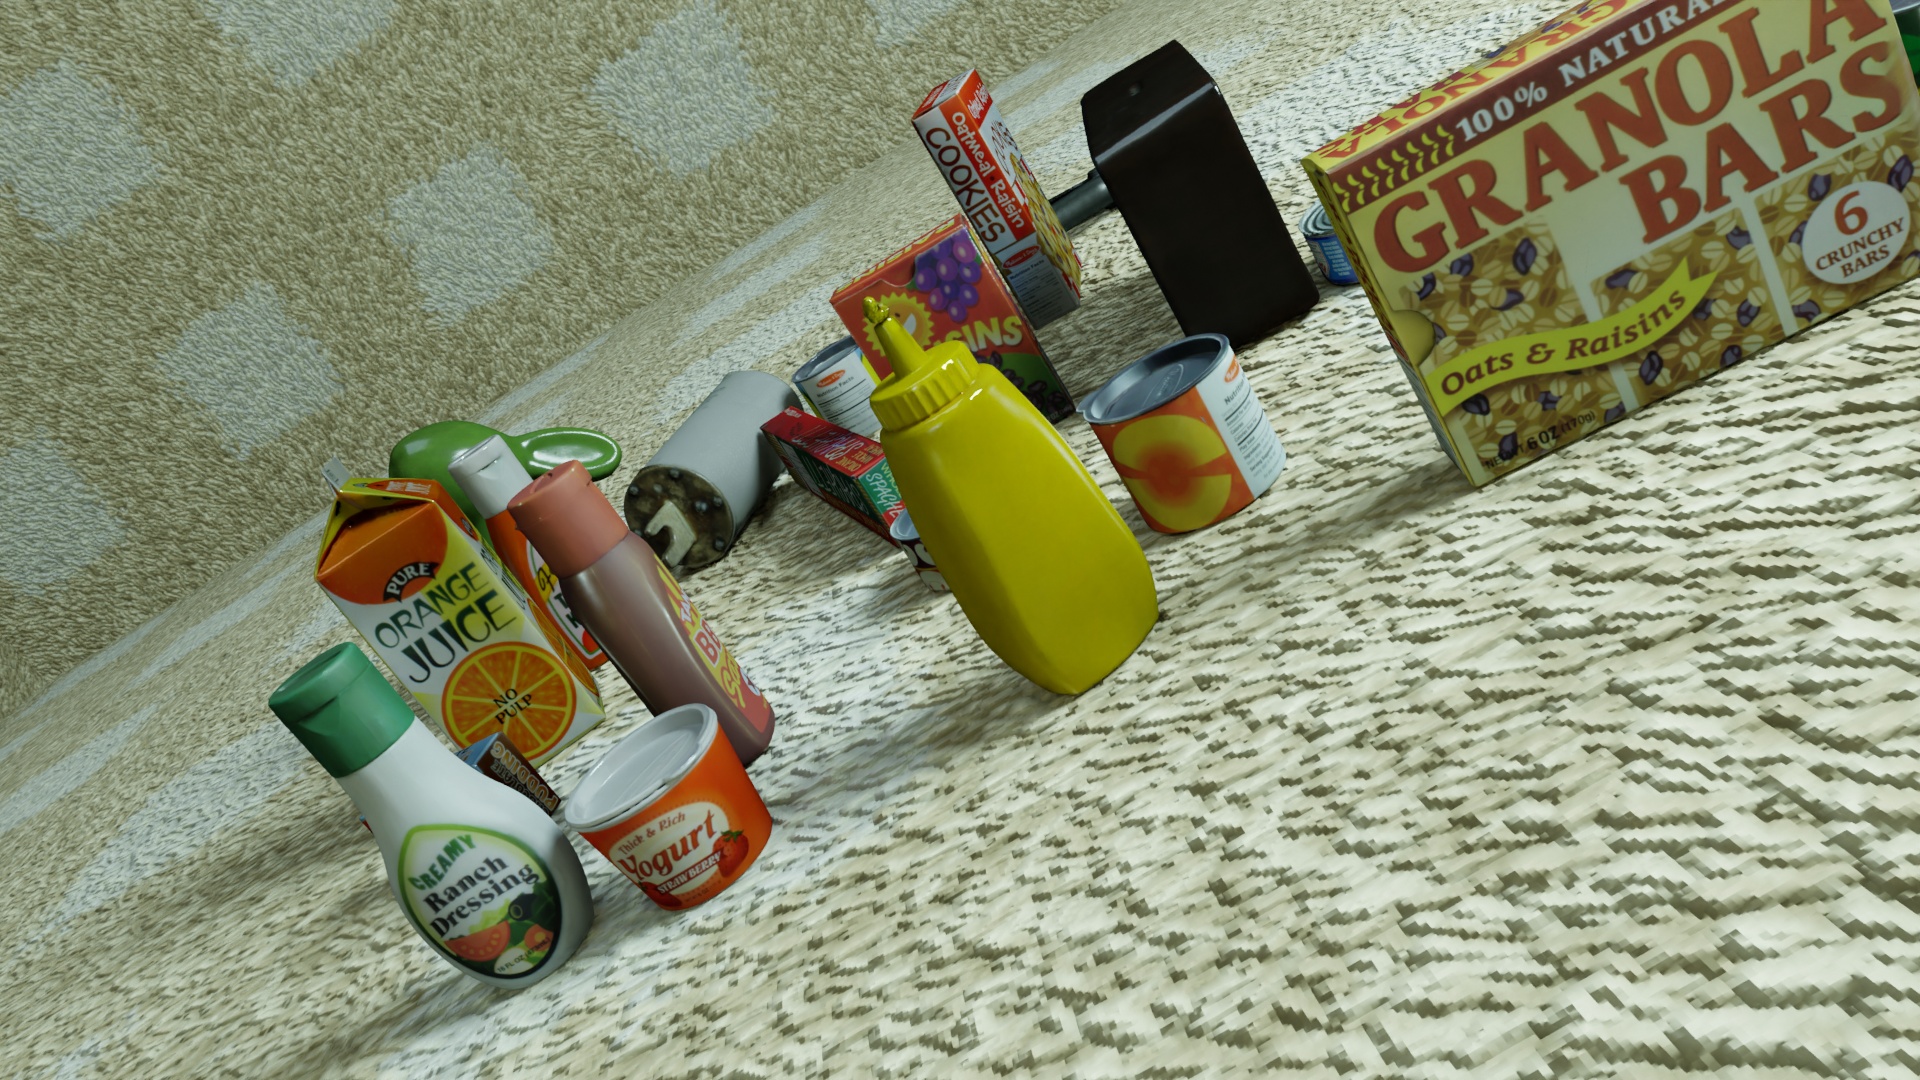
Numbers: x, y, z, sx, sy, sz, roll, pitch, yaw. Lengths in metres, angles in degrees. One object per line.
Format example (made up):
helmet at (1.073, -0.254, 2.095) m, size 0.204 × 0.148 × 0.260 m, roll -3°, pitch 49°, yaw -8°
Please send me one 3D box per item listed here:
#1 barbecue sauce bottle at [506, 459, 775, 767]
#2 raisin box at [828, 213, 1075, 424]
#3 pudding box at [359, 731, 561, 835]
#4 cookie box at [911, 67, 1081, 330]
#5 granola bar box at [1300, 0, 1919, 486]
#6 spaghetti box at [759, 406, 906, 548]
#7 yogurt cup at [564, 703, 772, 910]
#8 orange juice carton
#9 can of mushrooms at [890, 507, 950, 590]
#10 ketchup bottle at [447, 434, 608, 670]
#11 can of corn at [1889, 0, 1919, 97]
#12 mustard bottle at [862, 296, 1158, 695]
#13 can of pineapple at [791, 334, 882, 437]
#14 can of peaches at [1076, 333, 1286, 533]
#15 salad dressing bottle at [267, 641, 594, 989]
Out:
barbecue sauce bottle at (-0.139, 0.035, 0.607) m, size 0.044 × 0.148 × 0.065 m, roll -33°, pitch 19°, yaw -1°
raisin box at (-0.004, -0.106, 0.773) m, size 0.086 × 0.123 × 0.040 m, roll -29°, pitch 20°, yaw 11°
pudding box at (-0.247, 0.132, 0.686) m, size 0.083 × 0.049 × 0.030 m, roll -24°, pitch 21°, yaw 22°
cookie box at (0.029, -0.245, 0.988) m, size 0.040 × 0.167 × 0.123 m, roll -27°, pitch 20°, yaw 17°
granola bar box at (0.214, -0.109, 0.449) m, size 0.165 × 0.124 × 0.039 m, roll -28°, pitch 20°, yaw 14°
spaghetti box at (-0.073, -0.043, 0.838) m, size 0.029 × 0.050 × 0.250 m, roll -36°, pitch 20°, yaw -10°
yogurt cup at (-0.110, 0.105, 0.537) m, size 0.072 × 0.054 × 0.073 m, roll -29°, pitch 20°, yaw 11°
orange juice carton at (-0.280, 0.035, 0.753) m, size 0.073 × 0.192 × 0.072 m, roll -36°, pitch 19°, yaw -9°
can of mushrooms at (0.002, -0.008, 0.666) m, size 0.071 × 0.033 × 0.071 m, roll -29°, pitch 20°, yaw 11°
ketchup bottle at (-0.252, 0.006, 0.846) m, size 0.065 × 0.148 × 0.043 m, roll -42°, pitch 21°, yaw -25°
can of corn at (0.355, -0.179, 0.500) m, size 0.071 × 0.058 × 0.071 m, roll -29°, pitch 20°, yaw 11°
mustard bottle at (0.010, -0.021, 0.494) m, size 0.065 × 0.160 × 0.049 m, roll -40°, pitch 20°, yaw -19°
can of pineapple at (-0.077, -0.109, 0.990) m, size 0.071 × 0.057 × 0.071 m, roll -29°, pitch 20°, yaw 11°
can of peaches at (0.092, -0.044, 0.578) m, size 0.071 × 0.058 × 0.071 m, roll -29°, pitch 20°, yaw 11°
salad dressing bottle at (-0.202, 0.106, 0.534) m, size 0.064 × 0.147 × 0.044 m, roll -33°, pitch 19°, yaw 0°
